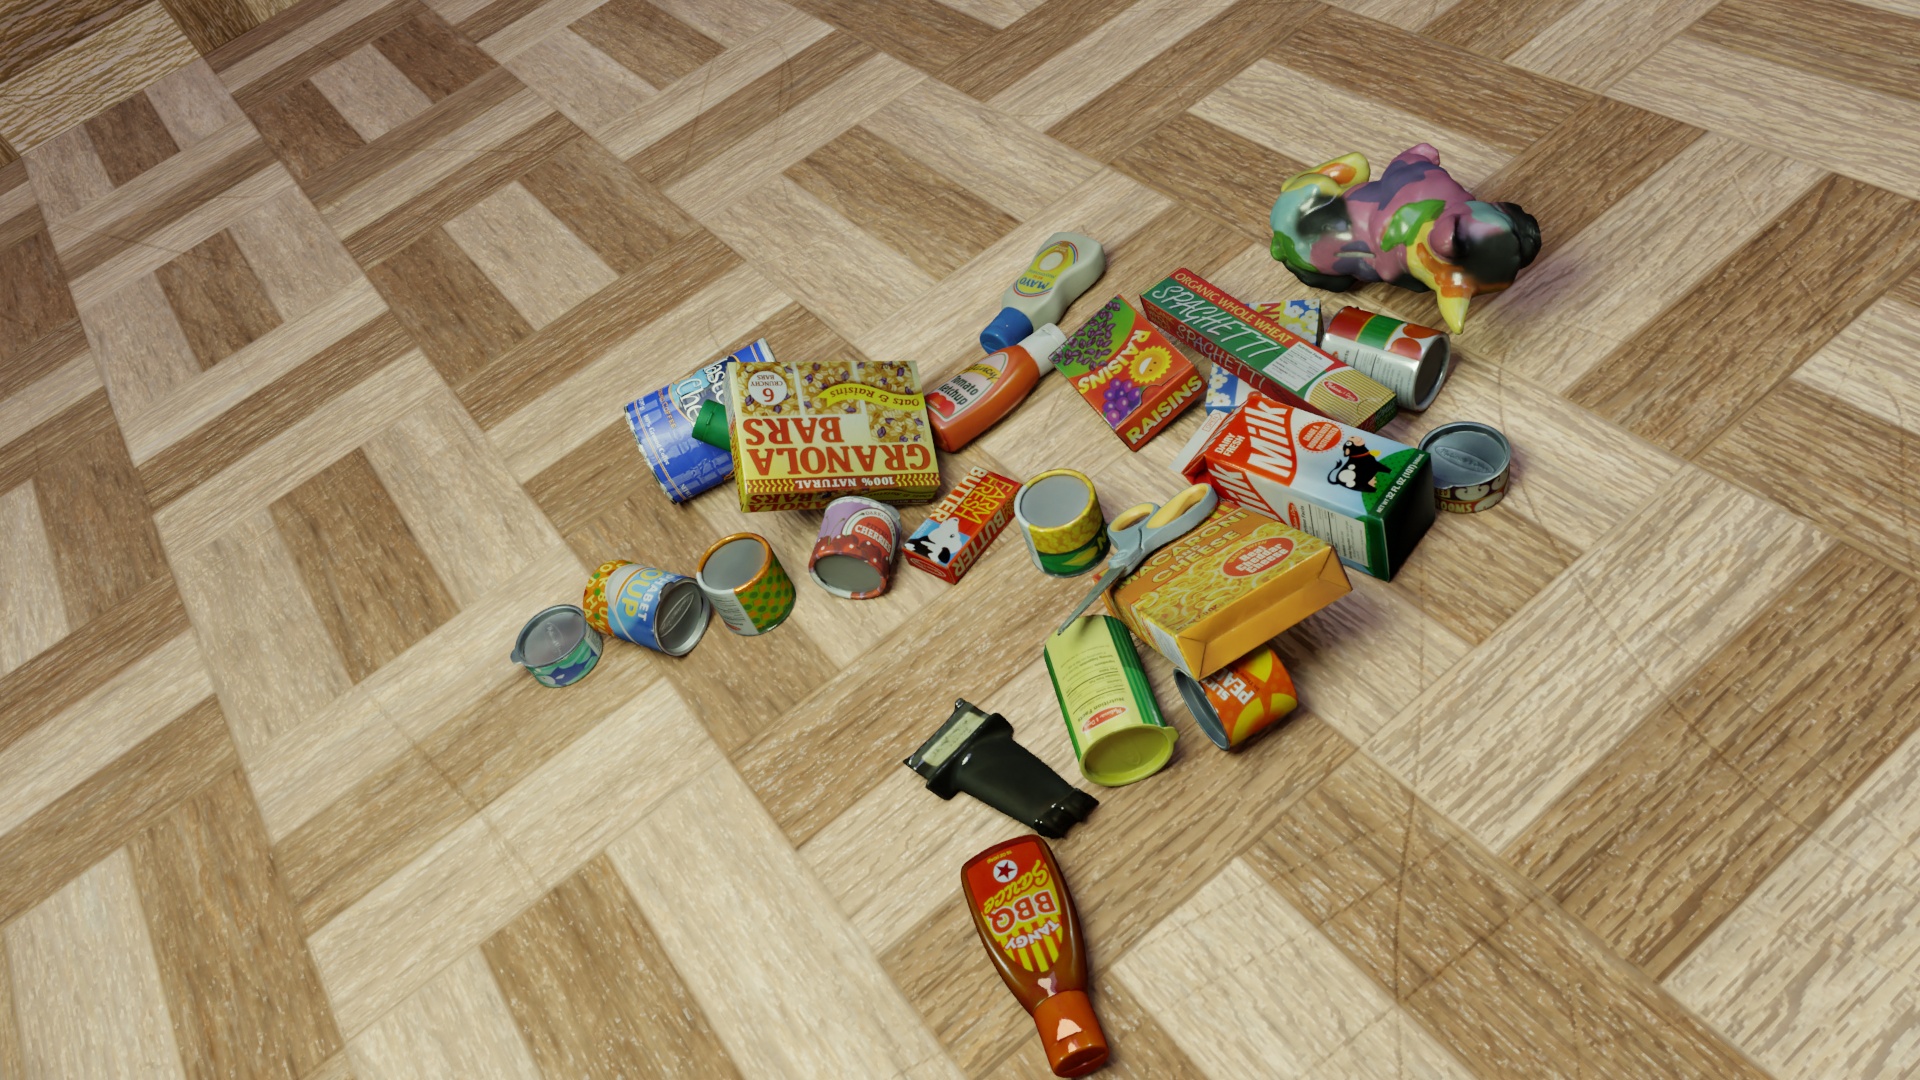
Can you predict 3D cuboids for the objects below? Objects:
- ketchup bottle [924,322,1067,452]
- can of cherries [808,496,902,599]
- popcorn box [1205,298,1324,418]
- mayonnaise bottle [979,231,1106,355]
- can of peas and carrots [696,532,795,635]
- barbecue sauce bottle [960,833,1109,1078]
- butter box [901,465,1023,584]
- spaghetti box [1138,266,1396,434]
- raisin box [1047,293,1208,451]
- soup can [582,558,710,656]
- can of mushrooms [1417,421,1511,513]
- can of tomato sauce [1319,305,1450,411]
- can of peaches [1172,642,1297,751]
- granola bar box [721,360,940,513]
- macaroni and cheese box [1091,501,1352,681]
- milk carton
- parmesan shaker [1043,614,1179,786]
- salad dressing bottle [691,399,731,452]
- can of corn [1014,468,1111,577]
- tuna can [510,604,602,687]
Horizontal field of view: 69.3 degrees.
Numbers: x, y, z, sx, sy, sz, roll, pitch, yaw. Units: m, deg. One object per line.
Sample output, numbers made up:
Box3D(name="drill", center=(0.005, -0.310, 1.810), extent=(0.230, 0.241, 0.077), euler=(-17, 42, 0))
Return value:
Box3D(name="ketchup bottle", center=(0.031, -0.139, 1.235), extent=(0.149, 0.043, 0.065), euler=(-36, 42, -13))
Box3D(name="can of cherries", center=(-0.084, 0.006, 1.131), extent=(0.071, 0.071, 0.059), euler=(-1, 50, 20))
Box3D(name="popcorn box", center=(0.255, -0.145, 1.159), extent=(0.085, 0.038, 0.127), euler=(-1, 50, 21))
Box3D(name="mayonnaise bottle", center=(0.074, -0.228, 1.300), extent=(0.065, 0.041, 0.149), euler=(21, 59, 34))
Box3D(name="can of peas and carrots", center=(-0.176, 0.034, 1.148), extent=(0.071, 0.058, 0.071), euler=(-10, 48, 12))
Box3D(name="barbecue sauce bottle", center=(0.050, 0.260, 0.871), extent=(0.065, 0.043, 0.149), euler=(-23, 46, -1))
Box3D(name="butter box", center=(0.004, -0.014, 1.147), extent=(0.053, 0.024, 0.104), euler=(24, 61, 36))
Box3D(name="spaghetti box", center=(0.242, -0.153, 1.122), extent=(0.050, 0.028, 0.251), euler=(-36, 48, -12))
Box3D(name="raisin box", center=(0.142, -0.145, 1.186), extent=(0.086, 0.040, 0.124), euler=(-40, 46, 6))
Box3D(name="soup can", center=(-0.262, 0.053, 1.155), extent=(0.084, 0.071, 0.072), euler=(13, 56, 30))
Box3D(name="can of mushrooms", center=(0.374, -0.053, 1.036), extent=(0.071, 0.033, 0.071), euler=(-10, 47, 11))
Box3D(name="can of tomato sauce", center=(0.339, -0.147, 1.110), extent=(0.083, 0.071, 0.071), euler=(24, 62, 35))
Box3D(name="can of peaches", center=(0.187, 0.099, 0.944), extent=(0.058, 0.071, 0.071), euler=(-30, 46, -8))
Box3D(name="granola bar box", center=(-0.110, -0.089, 1.167), extent=(0.166, 0.039, 0.124), euler=(-3, 67, -21))
Box3D(name="macaroni and cheese box", center=(0.178, 0.031, 0.979), extent=(0.124, 0.040, 0.167), euler=(-29, 17, -7))
Box3D(name="milk carton", center=(0.253, -0.048, 1.049), extent=(0.191, 0.073, 0.072), euler=(25, 63, 36))
Box3D(name="parmesan shaker", center=(0.104, 0.109, 0.969), extent=(0.071, 0.071, 0.103), euler=(-20, 45, 3))
Box3D(name="salad dressing bottle", center=(-0.156, -0.079, 1.198), extent=(0.148, 0.044, 0.064), euler=(22, 82, -9))
Box3D(name="can of corn", center=(0.083, -0.015, 1.094), extent=(0.071, 0.058, 0.071), euler=(-11, 47, 12))
Box3D(name="tuna can", center=(-0.342, 0.091, 1.177), extent=(0.071, 0.032, 0.071), euler=(-11, 47, 12))
